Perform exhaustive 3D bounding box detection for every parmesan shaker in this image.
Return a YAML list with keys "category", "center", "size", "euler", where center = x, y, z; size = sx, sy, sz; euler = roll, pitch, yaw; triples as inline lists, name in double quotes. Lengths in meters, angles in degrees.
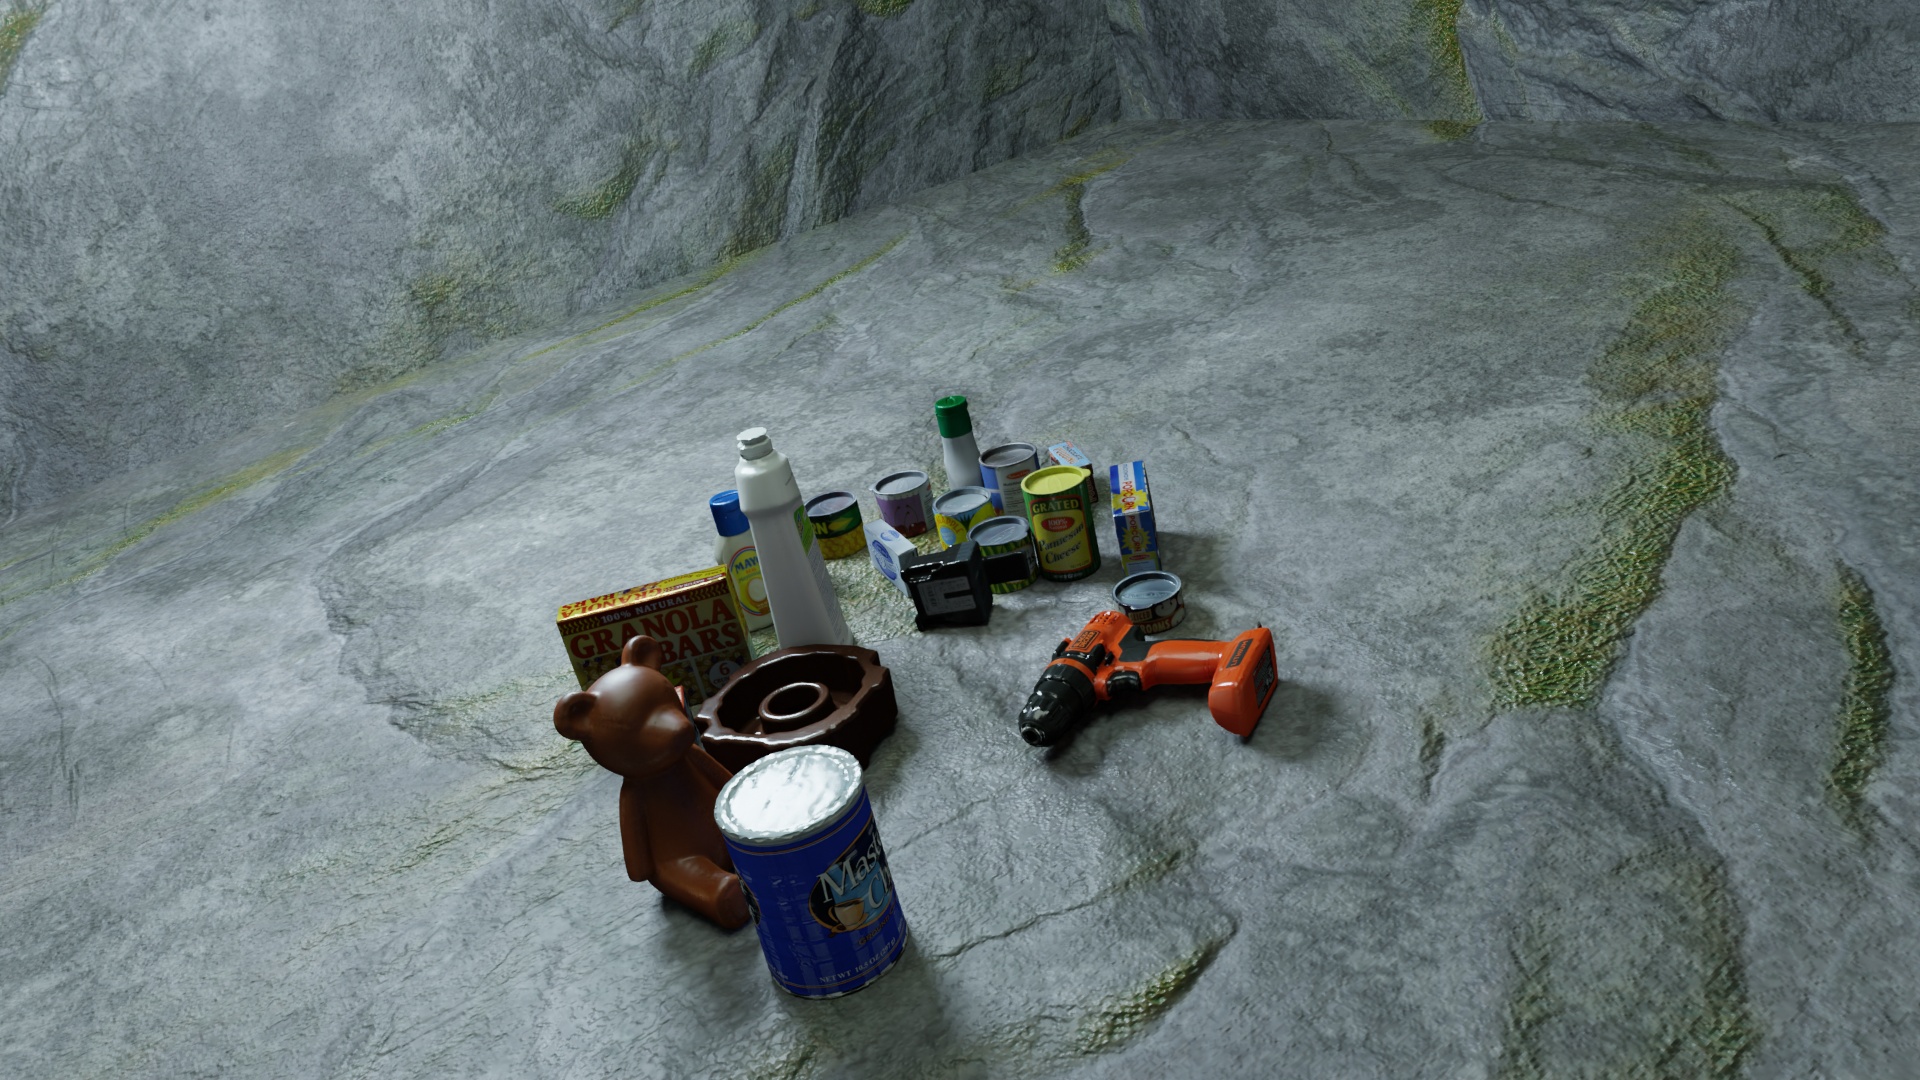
- category: "parmesan shaker"
  center: [0.107, -0.017, 1.421]
  size: [0.071, 0.102, 0.071]
  euler: [-11, 25, 5]

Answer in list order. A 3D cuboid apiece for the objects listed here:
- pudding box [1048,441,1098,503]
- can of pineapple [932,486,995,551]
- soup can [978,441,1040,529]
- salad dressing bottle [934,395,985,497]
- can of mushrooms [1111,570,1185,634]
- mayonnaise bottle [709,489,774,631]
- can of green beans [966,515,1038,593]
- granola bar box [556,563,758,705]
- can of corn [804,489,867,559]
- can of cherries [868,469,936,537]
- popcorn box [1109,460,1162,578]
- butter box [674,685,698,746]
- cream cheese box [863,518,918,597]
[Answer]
- category: "pudding box"
  center: [0.130, -0.078, 1.599]
  size: [0.030, 0.049, 0.084]
  euler: [-16, 25, -7]
- category: "can of pineapple"
  center: [0.005, -0.019, 1.528]
  size: [0.071, 0.057, 0.071]
  euler: [-11, 25, 5]
- category: "soup can"
  center: [0.060, -0.061, 1.558]
  size: [0.071, 0.083, 0.071]
  euler: [-11, 25, 5]
- category: "salad dressing bottle"
  center: [0.003, -0.090, 1.571]
  size: [0.044, 0.147, 0.064]
  euler: [-14, 25, -1]
- category: "can of mushrooms"
  center: [0.177, 0.059, 1.307]
  size: [0.071, 0.033, 0.071]
  euler: [-11, 25, 5]
- category: "mayonnaise bottle"
  center: [-0.225, 0.021, 1.451]
  size: [0.065, 0.147, 0.041]
  euler: [-21, 26, -17]
- category: "can of green beans"
  center: [0.044, 0.015, 1.438]
  size: [0.071, 0.057, 0.071]
  euler: [-11, 25, 5]
- category: "granola bar box"
  center: [-0.288, 0.103, 1.337]
  size: [0.166, 0.123, 0.039]
  euler: [-15, 25, -3]
- category: "can of corn"
  center: [-0.147, -0.017, 1.598]
  size: [0.071, 0.058, 0.071]
  euler: [-11, 25, 5]
- category: "can of cherries"
  center: [-0.066, -0.042, 1.611]
  size: [0.071, 0.058, 0.072]
  euler: [-11, 25, 5]
- category: "popcorn box"
  center: [0.178, -0.017, 1.407]
  size: [0.038, 0.085, 0.127]
  euler: [-9, 25, 9]
- category: "butter box"
  center: [-0.252, 0.178, 1.245]
  size: [0.024, 0.053, 0.104]
  euler: [-15, 25, -4]
- category: "cream cheese box"
  center: [-0.071, 0.018, 1.492]
  size: [0.024, 0.053, 0.104]
  euler: [-22, 26, -18]
